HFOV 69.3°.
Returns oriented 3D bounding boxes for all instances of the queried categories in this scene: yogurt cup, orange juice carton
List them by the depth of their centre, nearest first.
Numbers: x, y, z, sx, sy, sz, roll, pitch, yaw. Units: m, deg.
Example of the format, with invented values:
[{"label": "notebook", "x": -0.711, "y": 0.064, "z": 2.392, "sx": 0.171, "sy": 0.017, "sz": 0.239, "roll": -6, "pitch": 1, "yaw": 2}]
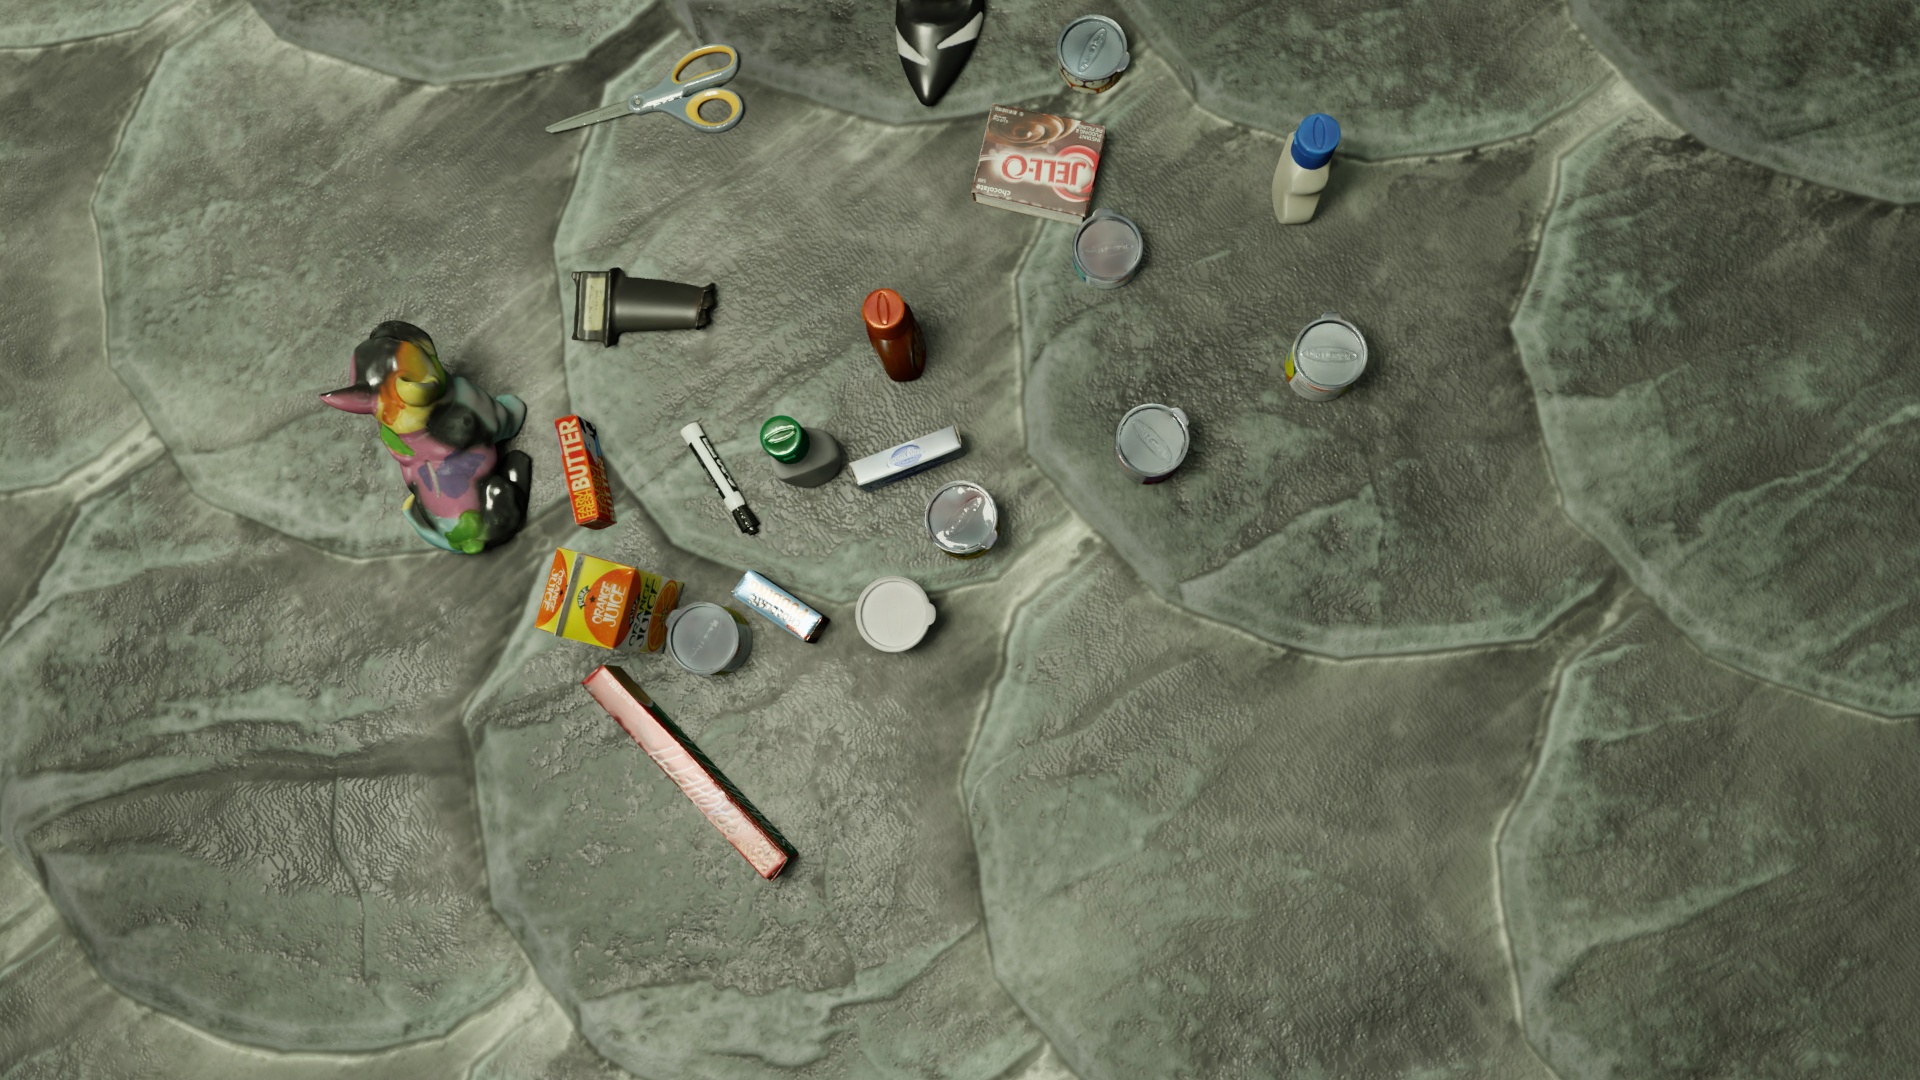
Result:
[{"label": "orange juice carton", "x": -0.311, "y": 0.054, "z": 1.216, "sx": 0.073, "sy": 0.192, "sz": 0.072, "roll": 15, "pitch": 85, "yaw": 6}, {"label": "yogurt cup", "x": -0.058, "y": 0.068, "z": 1.265, "sx": 0.072, "sy": 0.054, "sz": 0.072, "roll": -1, "pitch": 83, "yaw": 4}]

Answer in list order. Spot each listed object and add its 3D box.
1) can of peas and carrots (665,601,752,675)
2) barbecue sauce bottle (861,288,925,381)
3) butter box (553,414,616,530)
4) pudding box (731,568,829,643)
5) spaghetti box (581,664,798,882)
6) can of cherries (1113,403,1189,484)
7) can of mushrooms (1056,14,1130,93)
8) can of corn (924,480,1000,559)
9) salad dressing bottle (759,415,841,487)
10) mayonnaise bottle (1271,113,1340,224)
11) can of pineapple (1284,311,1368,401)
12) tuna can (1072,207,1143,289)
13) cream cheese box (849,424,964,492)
[{"label": "can of peas and carrots", "x": -0.231, "y": 0.090, "z": 1.273, "sx": 0.071, "sy": 0.058, "sz": 0.071, "roll": -1, "pitch": 83, "yaw": 4}, {"label": "barbecue sauce bottle", "x": -0.060, "y": -0.188, "z": 1.249, "sx": 0.044, "sy": 0.148, "sz": 0.065, "roll": -6, "pitch": 83, "yaw": 4}, {"label": "butter box", "x": -0.352, "y": -0.063, "z": 1.304, "sx": 0.024, "sy": 0.053, "sz": 0.103, "roll": -15, "pitch": 82, "yaw": 3}, {"label": "pudding box", "x": -0.165, "y": 0.061, "z": 1.276, "sx": 0.084, "sy": 0.049, "sz": 0.030, "roll": 32, "pitch": 87, "yaw": 7}, {"label": "spaghetti box", "x": -0.245, "y": 0.209, "z": 1.263, "sx": 0.250, "sy": 0.050, "sz": 0.029, "roll": 44, "pitch": 88, "yaw": 8}, {"label": "can of cherries", "x": 0.175, "y": -0.088, "z": 1.264, "sx": 0.071, "sy": 0.058, "sz": 0.071, "roll": -1, "pitch": 83, "yaw": 4}, {"label": "can of mushrooms", "x": 0.128, "y": -0.463, "z": 1.327, "sx": 0.071, "sy": 0.033, "sz": 0.071, "roll": -1, "pitch": 83, "yaw": 4}, {"label": "can of corn", "x": 0.005, "y": -0.016, "z": 1.268, "sx": 0.071, "sy": 0.058, "sz": 0.071, "roll": -1, "pitch": 83, "yaw": 4}, {"label": "salad dressing bottle", "x": -0.145, "y": -0.080, "z": 1.242, "sx": 0.064, "sy": 0.147, "sz": 0.044, "roll": -20, "pitch": 82, "yaw": 2}, {"label": "mayonnaise bottle", "x": 0.308, "y": -0.334, "z": 1.239, "sx": 0.041, "sy": 0.148, "sz": 0.065, "roll": -2, "pitch": 83, "yaw": 4}, {"label": "can of pineapple", "x": 0.332, "y": -0.165, "z": 1.262, "sx": 0.071, "sy": 0.058, "sz": 0.071, "roll": -1, "pitch": 83, "yaw": 4}, {"label": "tuna can", "x": 0.137, "y": -0.273, "z": 1.303, "sx": 0.071, "sy": 0.033, "sz": 0.071, "roll": -1, "pitch": 83, "yaw": 4}, {"label": "cream cheese box", "x": -0.048, "y": -0.075, "z": 1.282, "sx": 0.104, "sy": 0.053, "sz": 0.024, "roll": -20, "pitch": 82, "yaw": 2}]
